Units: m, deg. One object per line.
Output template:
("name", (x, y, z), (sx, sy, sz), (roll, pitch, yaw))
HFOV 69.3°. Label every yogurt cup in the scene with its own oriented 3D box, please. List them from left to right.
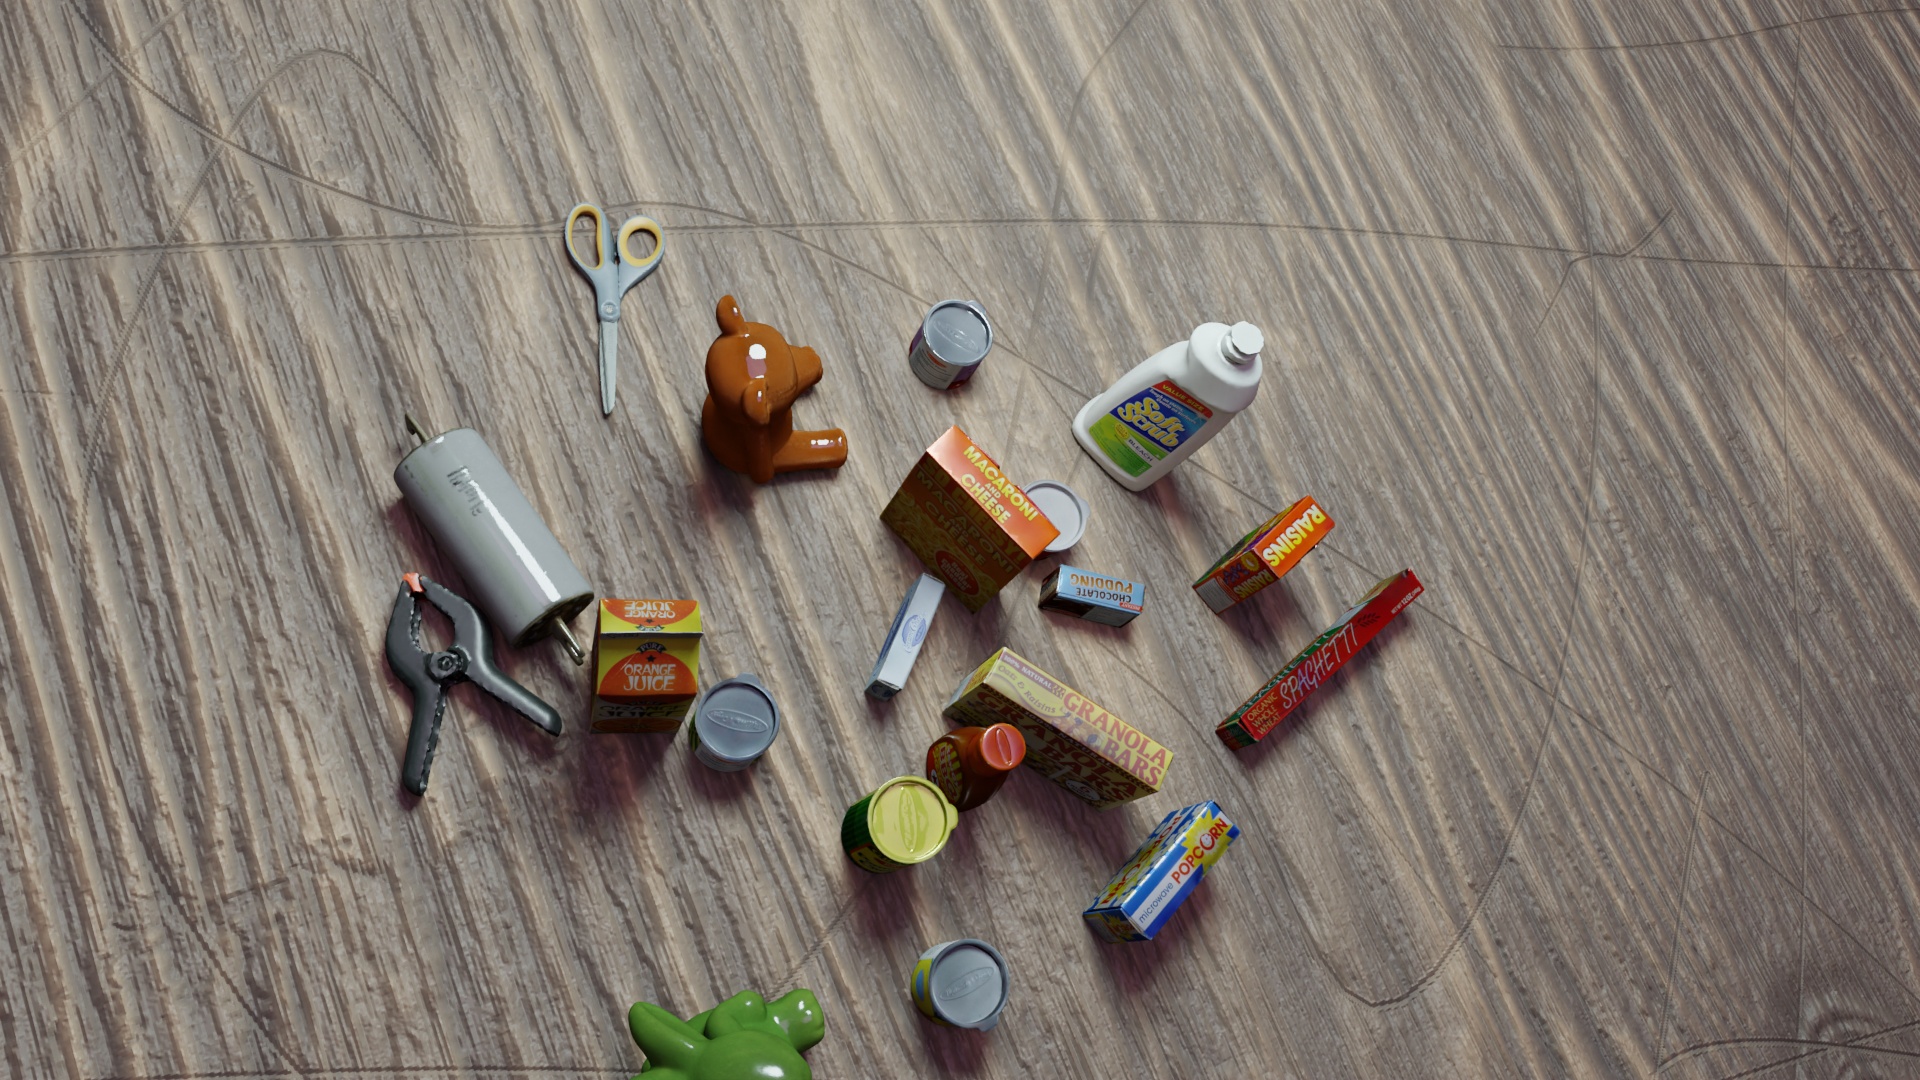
("yogurt cup", (0.073, -0.015, 1.251), (0.072, 0.053, 0.072), (5, 70, -15))

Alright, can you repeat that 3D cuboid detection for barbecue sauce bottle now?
("barbecue sauce bottle", (0.013, 0.178, 1.112), (0.044, 0.148, 0.065), (-10, 75, -20))

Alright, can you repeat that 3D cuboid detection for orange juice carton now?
("orange juice carton", (-0.238, 0.092, 1.041), (0.072, 0.192, 0.073), (2, 71, -16))

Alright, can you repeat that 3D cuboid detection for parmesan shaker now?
("parmesan shaker", (-0.050, 0.227, 1.101), (0.071, 0.102, 0.071), (5, 70, -15))

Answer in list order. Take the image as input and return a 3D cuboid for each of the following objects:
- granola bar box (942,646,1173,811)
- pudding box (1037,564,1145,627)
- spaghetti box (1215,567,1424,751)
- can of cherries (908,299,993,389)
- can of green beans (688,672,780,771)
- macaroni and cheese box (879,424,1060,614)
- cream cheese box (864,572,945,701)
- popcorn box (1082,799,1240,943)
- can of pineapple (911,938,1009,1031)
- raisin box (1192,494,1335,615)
("granola bar box", (0.079, 0.159, 1.153), (0.165, 0.123, 0.039), (32, 66, -4))
("pudding box", (0.118, 0.051, 1.244), (0.084, 0.049, 0.030), (13, 68, -12))
("spaghetti box", (0.335, 0.109, 1.290), (0.251, 0.050, 0.029), (-36, 85, -25))
("can of cherries", (-0.008, -0.181, 1.282), (0.071, 0.058, 0.071), (5, 70, -15))
("can of green beans", (-0.182, 0.149, 1.113), (0.071, 0.057, 0.071), (5, 70, -15))
("macaroni and cheese box", (0.004, -0.015, 1.168), (0.124, 0.166, 0.040), (46, 65, 2))
("cream cheese box", (-0.047, 0.083, 1.180), (0.024, 0.053, 0.104), (26, 66, -7))
("popcorn box", (0.167, 0.278, 1.159), (0.038, 0.085, 0.127), (47, 65, 2))
("can of pineapple", (-0.001, 0.352, 1.097), (0.071, 0.057, 0.071), (5, 70, -15))
("raisin box", (0.275, 0.015, 1.264), (0.086, 0.123, 0.040), (-39, 86, -24))
